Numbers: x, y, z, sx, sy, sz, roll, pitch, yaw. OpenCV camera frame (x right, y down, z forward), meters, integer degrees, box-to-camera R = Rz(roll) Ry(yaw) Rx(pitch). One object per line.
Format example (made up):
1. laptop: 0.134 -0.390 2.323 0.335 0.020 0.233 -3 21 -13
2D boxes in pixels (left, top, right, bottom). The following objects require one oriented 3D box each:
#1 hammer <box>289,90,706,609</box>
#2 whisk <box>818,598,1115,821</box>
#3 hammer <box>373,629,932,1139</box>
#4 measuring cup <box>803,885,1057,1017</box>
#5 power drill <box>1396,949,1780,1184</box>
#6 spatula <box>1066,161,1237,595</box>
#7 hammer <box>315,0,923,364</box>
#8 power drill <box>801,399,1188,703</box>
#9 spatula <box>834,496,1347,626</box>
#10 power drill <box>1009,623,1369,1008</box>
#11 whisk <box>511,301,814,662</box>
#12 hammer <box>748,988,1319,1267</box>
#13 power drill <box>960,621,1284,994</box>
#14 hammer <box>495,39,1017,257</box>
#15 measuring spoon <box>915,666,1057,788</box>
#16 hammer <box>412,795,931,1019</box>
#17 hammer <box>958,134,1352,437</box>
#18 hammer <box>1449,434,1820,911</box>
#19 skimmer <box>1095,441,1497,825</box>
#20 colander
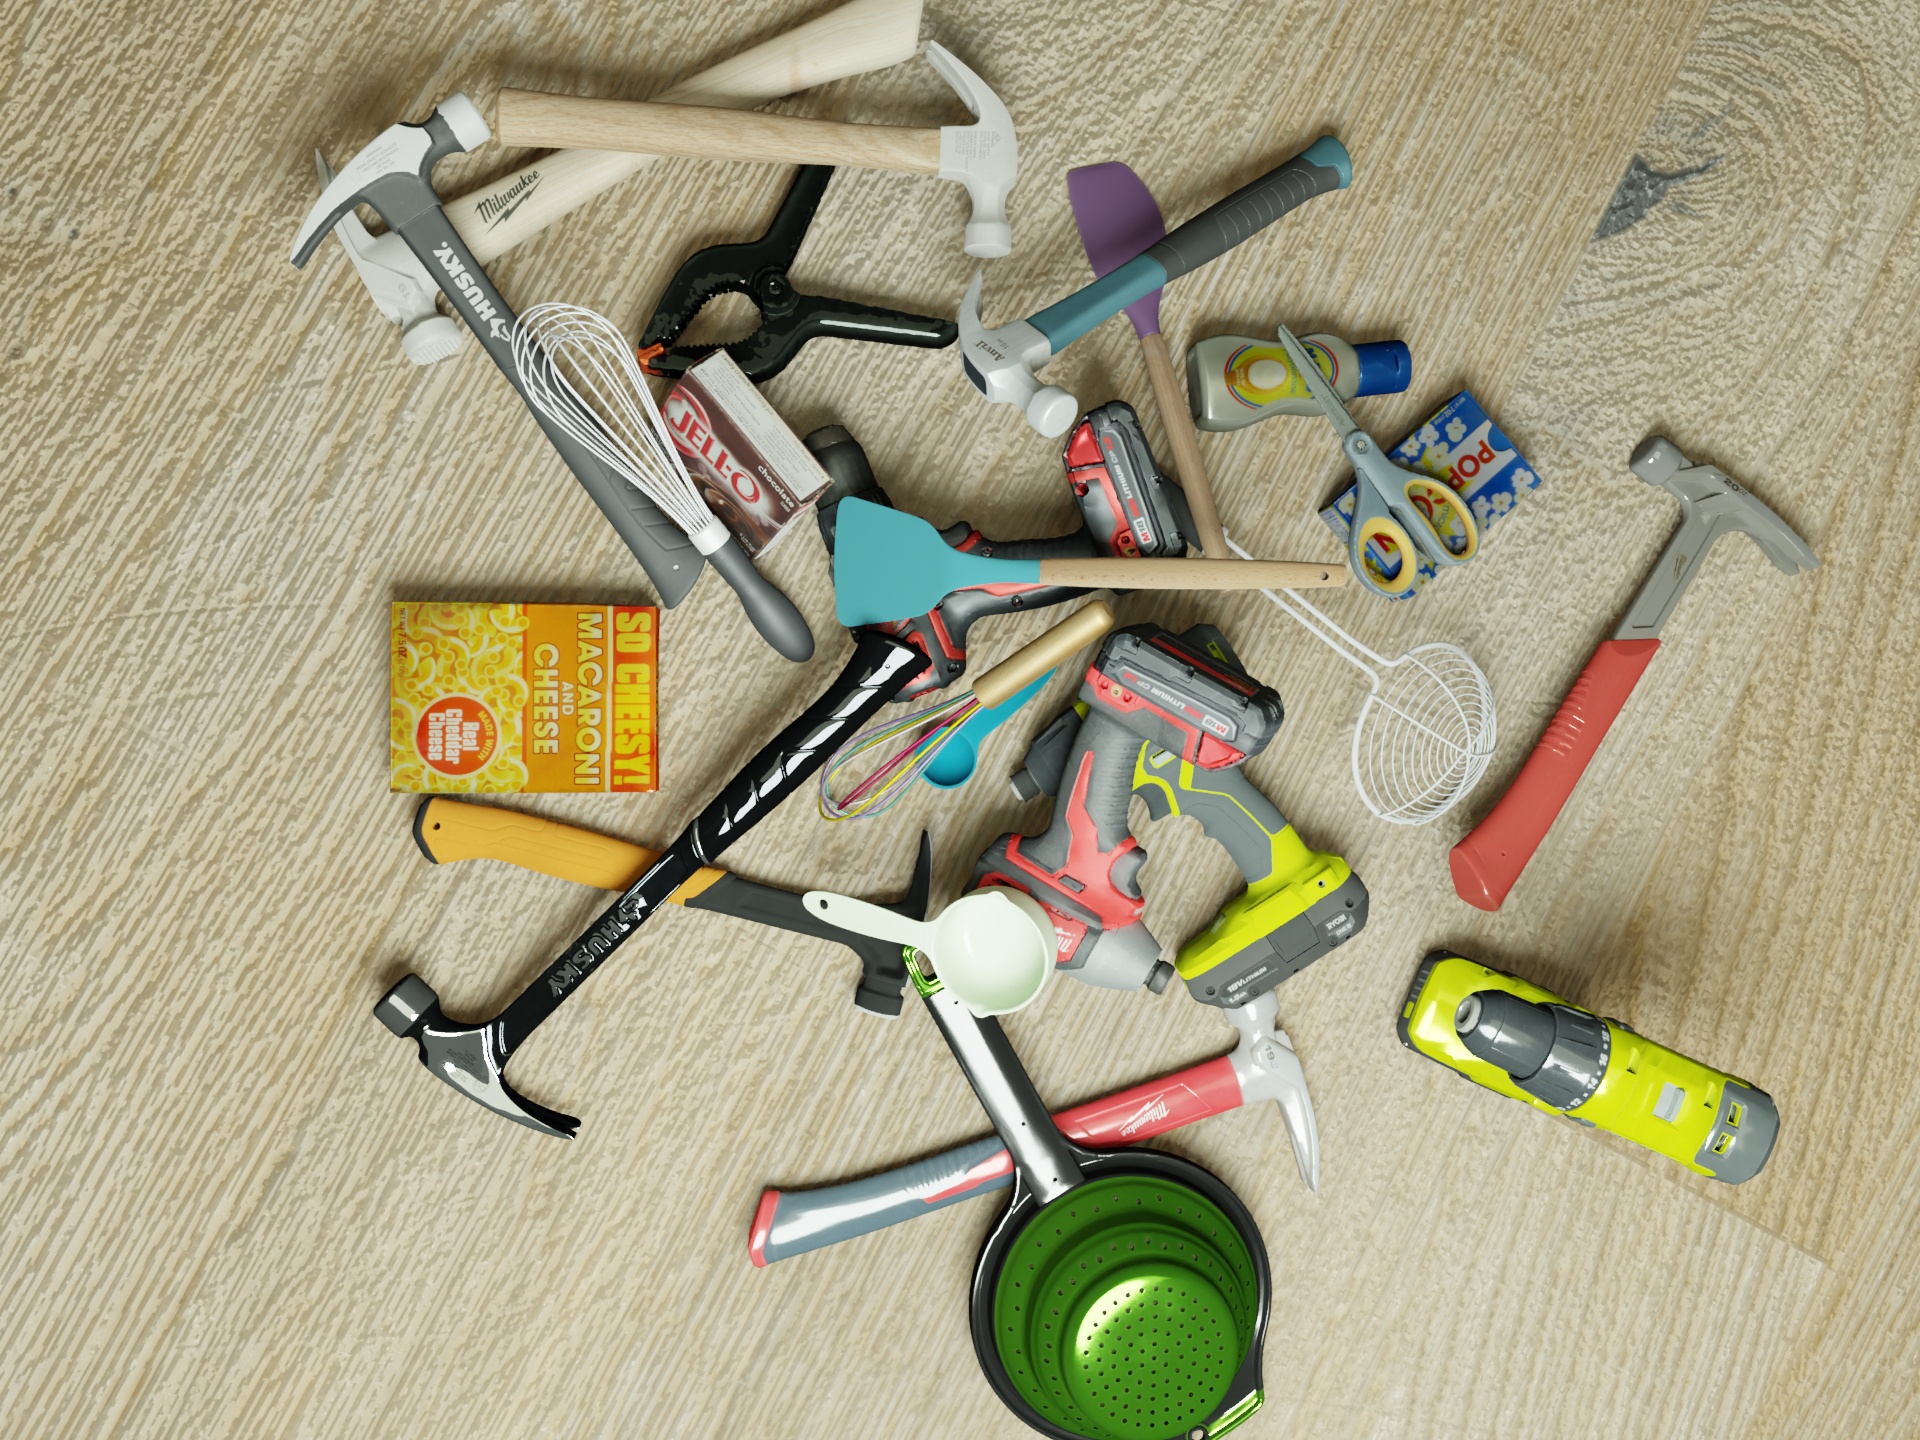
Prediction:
1. hammer: -0.274 -0.213 1.009 0.146 0.035 0.334 -36 104 -7
2. whisk: -0.001 -0.001 1.010 0.245 0.047 0.051 -34 99 25
3. hammer: -0.174 0.094 1.007 0.409 0.036 0.149 -44 98 2
4. measuring cup: -0.018 0.129 0.995 0.168 0.038 0.083 14 106 21
5. power drill: 0.367 0.207 1.003 0.190 0.228 0.080 24 87 -5
6. spatula: 0.137 -0.233 1.065 0.059 0.018 0.316 -13 79 -9
7. hammer: -0.213 -0.393 1.046 0.410 0.038 0.146 -30 91 -6
8. power drill: 0.017 -0.133 1.034 0.226 0.080 0.188 -22 92 8
9. spatula: 0.075 -0.094 0.981 0.317 0.044 0.082 2 98 5
10. power drill: 0.153 0.071 1.060 0.171 0.080 0.223 -33 89 2
11. whisk: -0.178 -0.141 0.999 0.070 0.070 0.284 -39 118 -5
12. hammer: 0.049 0.304 1.065 0.386 0.038 0.143 -17 93 -6
13. power drill: 0.105 0.062 0.990 0.143 0.078 0.219 31 108 13
14. hammer: -0.127 -0.377 1.021 0.331 0.031 0.130 2 91 -8
15. measuring spoon: 0.020 -0.002 1.079 0.128 0.021 0.042 -43 89 -14
16. hammer: -0.187 0.097 1.044 0.337 0.034 0.127 14 89 -6
17. hammer: 0.136 -0.300 1.038 0.331 0.033 0.128 -35 58 -21
18. hammer: 0.447 -0.019 1.084 0.149 0.036 0.359 37 76 -5
19. skimmer: 0.216 -0.075 1.091 0.363 0.090 0.127 40 79 6
20. colander: 0.072 0.313 1.001 0.204 0.094 0.397 -29 95 -5
